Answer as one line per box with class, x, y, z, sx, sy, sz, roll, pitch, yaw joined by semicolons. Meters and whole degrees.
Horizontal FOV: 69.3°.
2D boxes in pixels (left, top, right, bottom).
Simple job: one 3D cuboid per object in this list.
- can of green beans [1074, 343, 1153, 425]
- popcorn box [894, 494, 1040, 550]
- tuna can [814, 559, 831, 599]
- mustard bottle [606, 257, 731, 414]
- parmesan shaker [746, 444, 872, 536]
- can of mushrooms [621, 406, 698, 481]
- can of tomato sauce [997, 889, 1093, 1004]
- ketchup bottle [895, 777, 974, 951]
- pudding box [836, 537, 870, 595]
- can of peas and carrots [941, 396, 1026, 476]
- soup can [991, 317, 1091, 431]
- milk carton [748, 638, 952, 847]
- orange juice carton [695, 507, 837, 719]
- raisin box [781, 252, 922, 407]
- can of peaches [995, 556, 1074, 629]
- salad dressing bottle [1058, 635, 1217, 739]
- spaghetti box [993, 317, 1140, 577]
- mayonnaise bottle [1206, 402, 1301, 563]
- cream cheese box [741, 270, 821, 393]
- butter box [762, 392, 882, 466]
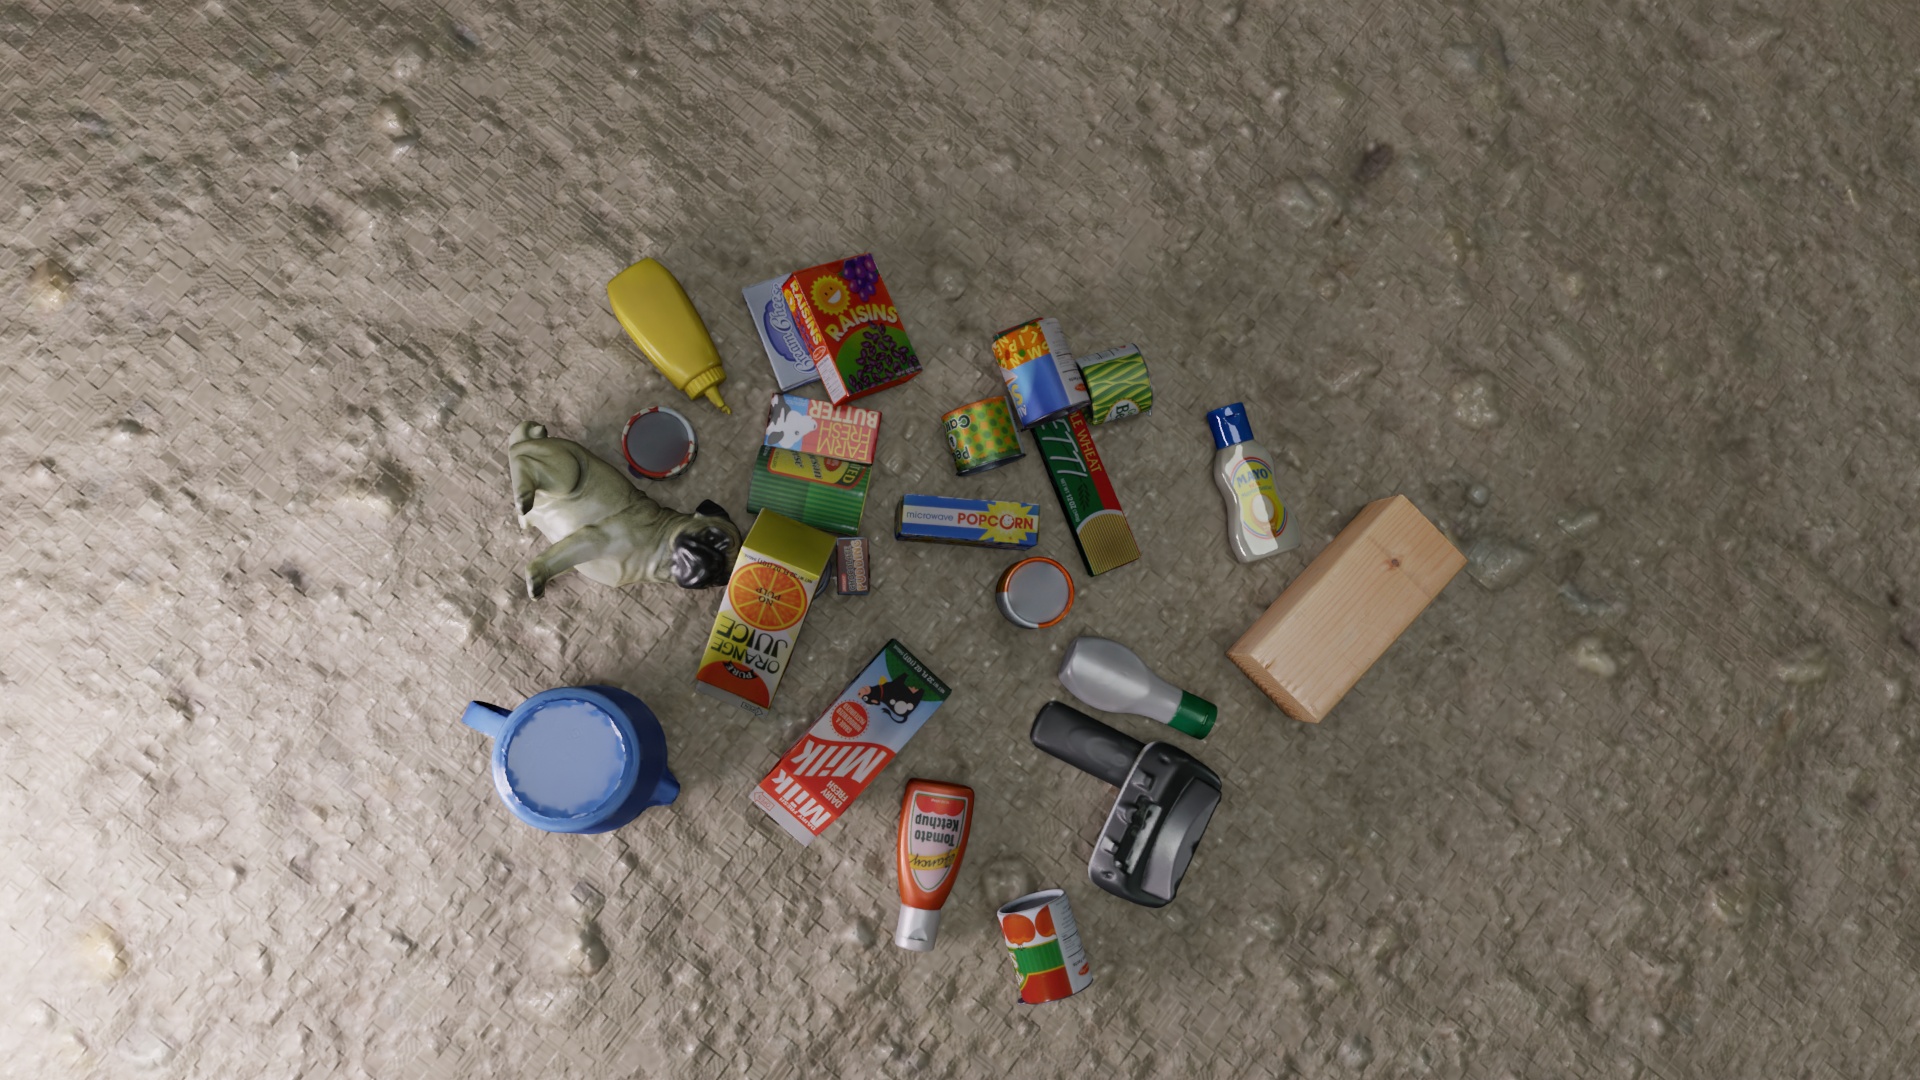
can of green beans;0.142;-0.145;1.300;0.058;0.071;0.071;-16;87;-6
popcorn box;0.005;-0.016;1.266;0.127;0.085;0.038;5;85;-5
tuna can;-0.151;0.024;1.273;0.071;0.033;0.071;0;85;-6
mustard bottle;-0.258;-0.179;1.271;0.065;0.049;0.160;-34;90;-7
parmesan shaker;-0.137;-0.045;1.260;0.103;0.071;0.071;12;85;-5
can of mushrooms;-0.276;-0.087;1.269;0.071;0.033;0.071;0;86;-7
can of tomato sauce;0.074;0.366;1.251;0.071;0.071;0.083;-16;87;-7
ketchup bottle;-0.029;0.293;1.258;0.065;0.043;0.149;10;85;-5
pudding box;-0.097;0.024;1.252;0.030;0.083;0.049;-1;86;-5
can of peas and carrots;0.019;-0.095;1.282;0.071;0.071;0.058;-17;87;-7
soup can;0.071;-0.150;1.264;0.071;0.071;0.084;-21;87;-7
milk carton;-0.099;0.180;1.245;0.072;0.073;0.191;42;83;-1
orange juice carton;-0.177;0.075;1.222;0.072;0.073;0.191;22;120;-4
raisin box;-0.100;-0.195;1.278;0.086;0.040;0.123;-23;88;-30
can of peaches;0.070;0.047;1.281;0.071;0.058;0.071;0;86;-5
salad dressing bottle;0.165;0.139;1.291;0.148;0.044;0.064;26;82;-4
spaghetti box;0.099;-0.089;1.310;0.050;0.028;0.250;-22;88;-7
mayonnaise bottle;0.272;-0.056;1.318;0.065;0.041;0.148;-17;88;-5
cream cheese box;-0.160;-0.194;1.294;0.053;0.024;0.104;-22;88;-7
butter box;-0.128;-0.102;1.290;0.103;0.024;0.053;9;85;-5
